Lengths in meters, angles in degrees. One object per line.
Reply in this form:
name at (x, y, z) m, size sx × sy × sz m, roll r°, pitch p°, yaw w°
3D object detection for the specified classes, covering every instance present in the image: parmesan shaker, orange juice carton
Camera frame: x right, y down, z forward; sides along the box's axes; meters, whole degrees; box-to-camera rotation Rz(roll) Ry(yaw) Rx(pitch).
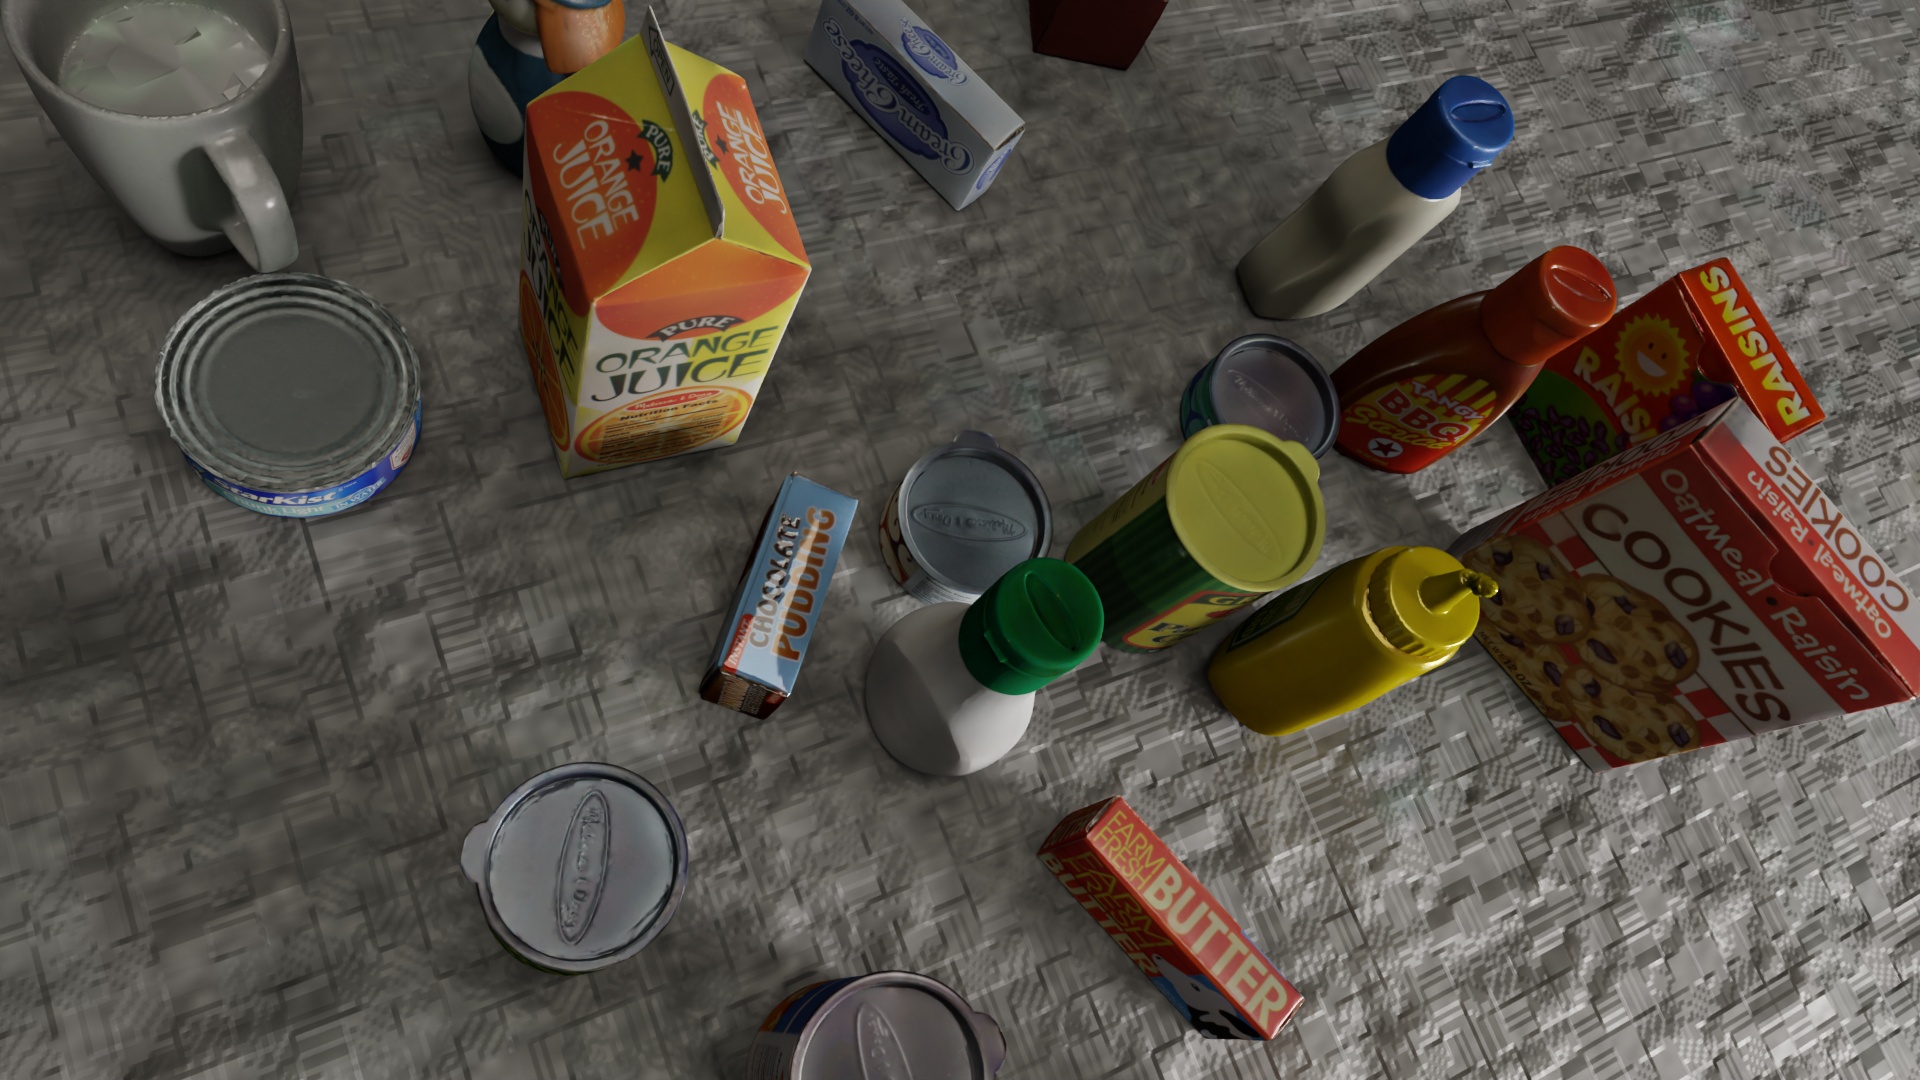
parmesan shaker at (0.093, 0.002, 0.561) m, size 0.071 × 0.102 × 0.071 m, roll 6°, pitch 70°, yaw -17°
orange juice carton at (-0.106, -0.093, 0.478) m, size 0.073 × 0.192 × 0.072 m, roll -15°, pitch 77°, yaw -23°

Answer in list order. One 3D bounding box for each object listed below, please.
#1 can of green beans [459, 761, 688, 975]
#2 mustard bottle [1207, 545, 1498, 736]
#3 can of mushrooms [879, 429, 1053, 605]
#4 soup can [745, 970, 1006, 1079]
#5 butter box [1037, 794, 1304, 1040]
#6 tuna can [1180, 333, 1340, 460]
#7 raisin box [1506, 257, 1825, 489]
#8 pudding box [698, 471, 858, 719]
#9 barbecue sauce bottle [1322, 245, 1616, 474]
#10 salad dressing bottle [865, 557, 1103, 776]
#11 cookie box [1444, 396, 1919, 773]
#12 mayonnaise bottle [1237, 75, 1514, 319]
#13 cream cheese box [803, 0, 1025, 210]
can of green beans at (-0.129, 0.113, 0.471) m, size 0.071 × 0.057 × 0.071 m, roll 6°, pitch 70°, yaw -17°
mustard bottle at (0.155, 0.034, 0.539) m, size 0.065 × 0.159 × 0.049 m, roll -40°, pitch 87°, yaw -26°
can of mushrooms at (0.002, -0.007, 0.572) m, size 0.071 × 0.033 × 0.071 m, roll 6°, pitch 69°, yaw -17°
soup can at (-0.030, 0.180, 0.466) m, size 0.071 × 0.083 × 0.071 m, roll 6°, pitch 70°, yaw -17°
butter box at (0.078, 0.146, 0.532) m, size 0.024 × 0.053 × 0.103 m, roll -41°, pitch 88°, yaw -26°
tuna can at (0.135, -0.057, 0.635) m, size 0.071 × 0.032 × 0.071 m, roll 6°, pitch 69°, yaw -17°
raisin box at (0.321, -0.064, 0.651) m, size 0.040 × 0.123 × 0.086 m, roll -20°, pitch 79°, yaw -24°
pudding box at (-0.070, 0.021, 0.528) m, size 0.030 × 0.049 × 0.084 m, roll 22°, pitch 66°, yaw -10°
barbecue sauce bottle at (0.219, -0.077, 0.607) m, size 0.065 × 0.148 × 0.044 m, roll 25°, pitch 66°, yaw -9°
salad dressing bottle at (0.006, 0.045, 0.491) m, size 0.044 × 0.147 × 0.064 m, roll -27°, pitch 82°, yaw -25°
cookie box at (0.293, 0.027, 0.584) m, size 0.040 × 0.166 × 0.123 m, roll -38°, pitch 87°, yaw -26°
mayonnaise bottle at (0.185, -0.149, 0.621) m, size 0.065 × 0.147 × 0.041 m, roll -13°, pitch 76°, yaw -22°
cream cheese box at (-0.022, -0.202, 0.622) m, size 0.104 × 0.053 × 0.024 m, roll 45°, pitch 64°, yaw 1°
